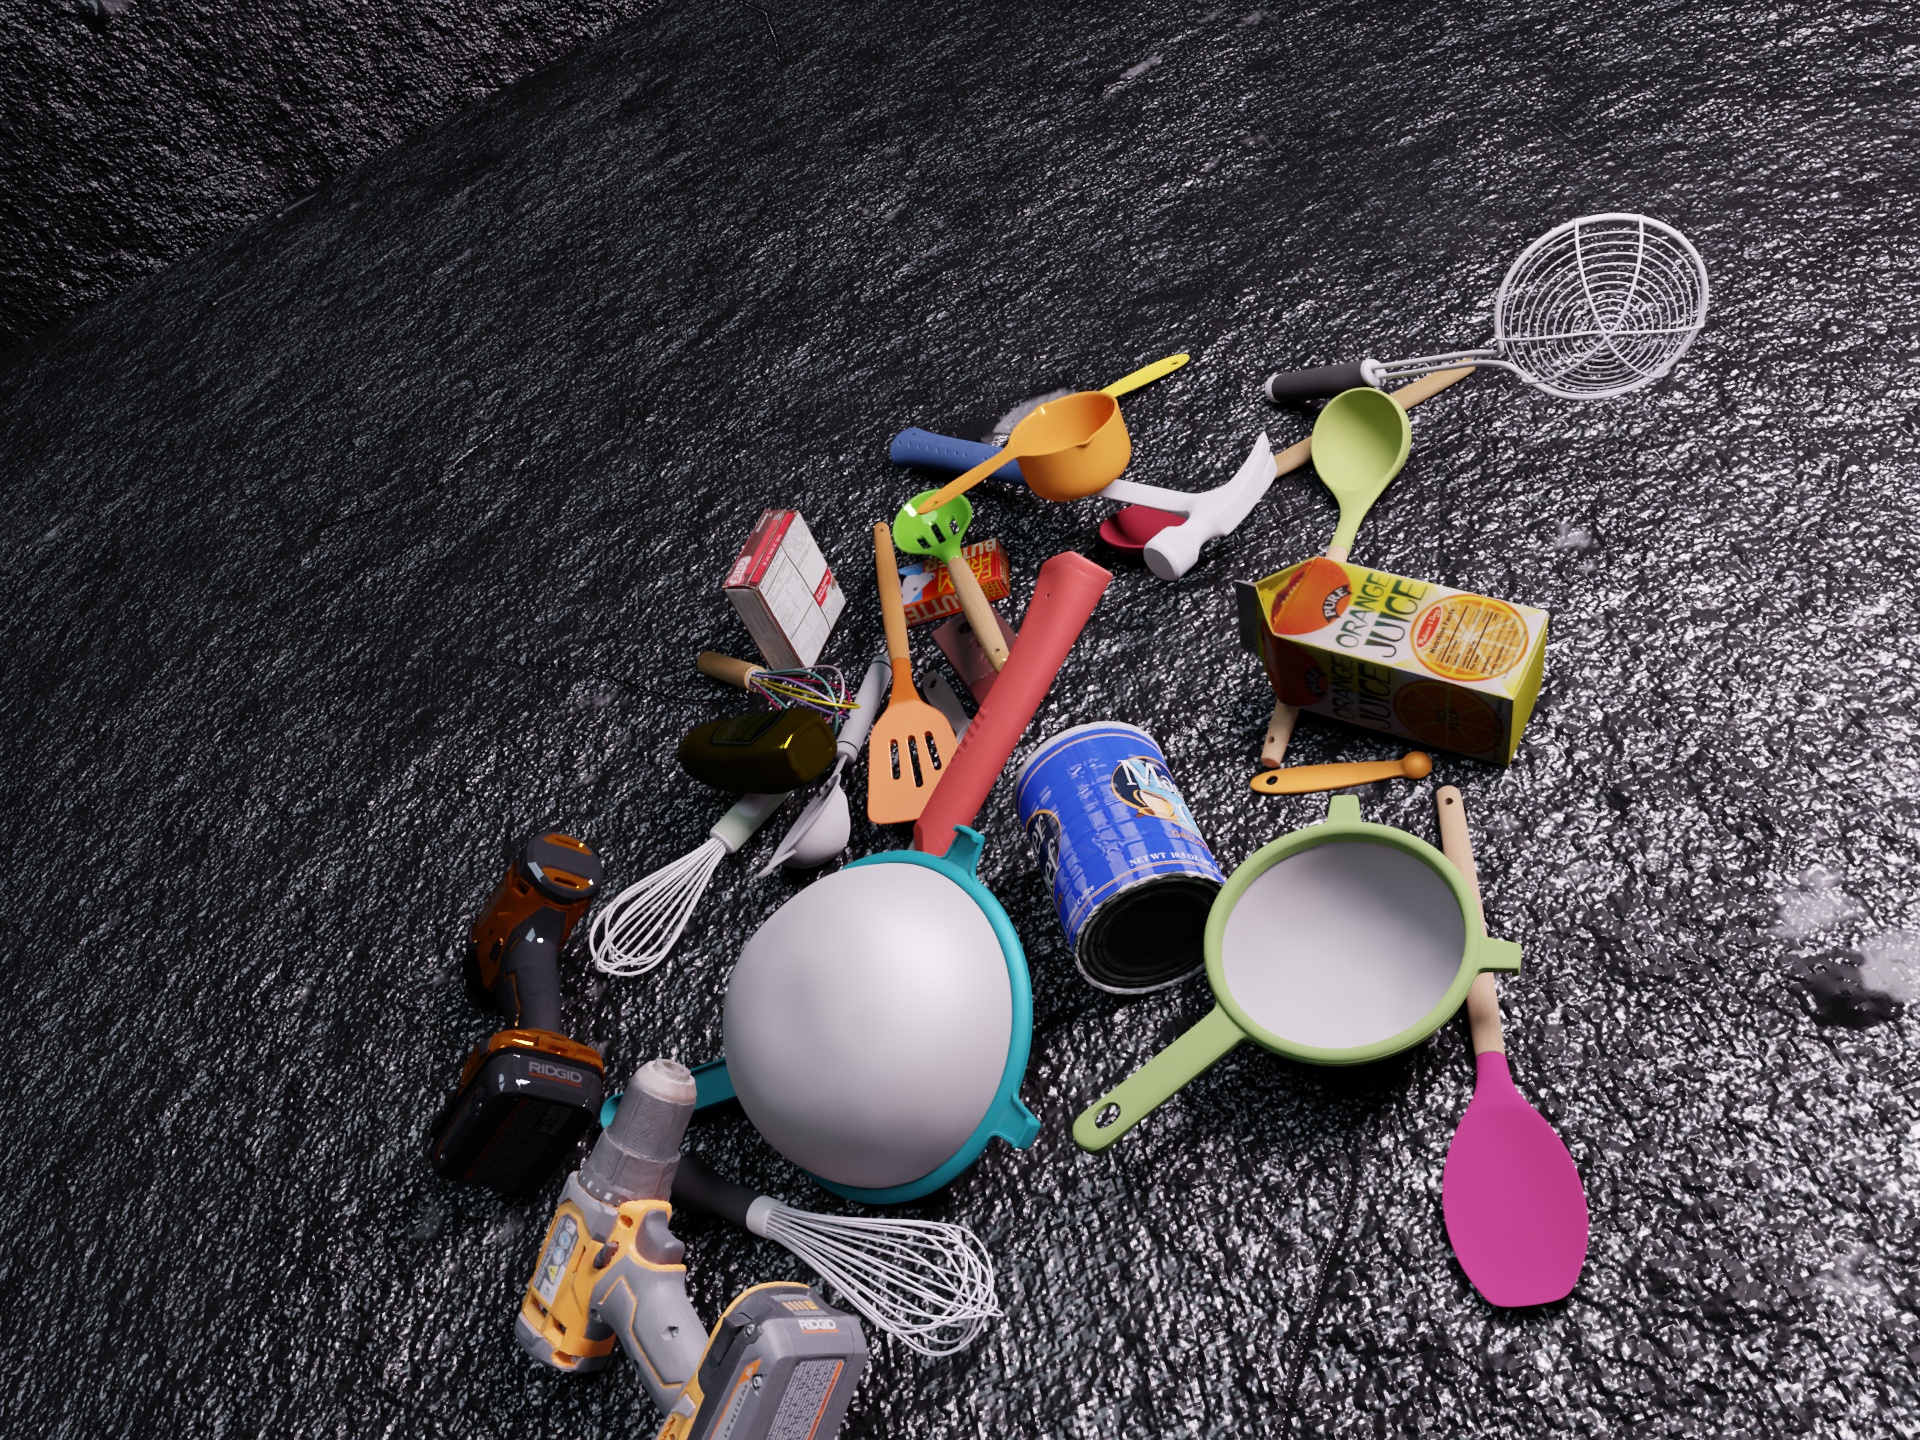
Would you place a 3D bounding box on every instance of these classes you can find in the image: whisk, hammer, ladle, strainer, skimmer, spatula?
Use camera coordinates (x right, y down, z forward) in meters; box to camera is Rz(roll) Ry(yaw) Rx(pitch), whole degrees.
[{"bbox_3d":[-0.150,-0.028,1.267,0.047,0.051,0.245,-24,22,-27],"label":"whisk"},{"bbox_3d":[-0.001,0.060,1.006,0.149,0.036,0.359,37,100,45],"label":"hammer"},{"bbox_3d":[0.253,-0.106,1.117,0.078,0.062,0.320,-7,48,43],"label":"ladle"},{"bbox_3d":[-0.183,0.095,1.185,0.058,0.059,0.246,34,64,18],"label":"whisk"},{"bbox_3d":[-0.120,0.197,0.963,0.340,0.095,0.211,-25,62,28],"label":"strainer"},{"bbox_3d":[-0.087,0.031,1.195,0.087,0.050,0.259,-44,19,45],"label":"strainer"},{"bbox_3d":[-0.090,0.300,0.929,0.285,0.070,0.070,7,53,41],"label":"whisk"},{"bbox_3d":[0.355,-0.275,1.144,0.090,0.127,0.363,-48,23,-14],"label":"skimmer"},{"bbox_3d":[0.079,-0.201,1.294,0.144,0.035,0.406,-41,36,-21],"label":"hammer"},{"bbox_3d":[-0.047,-0.051,1.229,0.081,0.041,0.323,-14,41,3],"label":"spatula"},{"bbox_3d":[0.175,0.167,0.887,0.256,0.069,0.152,-37,47,-5],"label":"strainer"},{"bbox_3d":[0.255,-0.203,1.232,0.315,0.031,0.069,-27,37,2],"label":"ladle"}]

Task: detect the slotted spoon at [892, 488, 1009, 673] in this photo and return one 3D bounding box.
[{"bbox_3d":[0.000,-0.107,1.217,0.070,0.031,0.314,-27,30,3],"label":"slotted spoon"}]

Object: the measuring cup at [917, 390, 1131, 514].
[{"bbox_3d":[0.051,-0.185,1.213,0.173,0.052,0.095,-31,33,-3],"label":"measuring cup"}]

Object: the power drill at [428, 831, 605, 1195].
[{"bbox_3d":[-0.310,0.208,1.106,0.164,0.084,0.227,-51,32,29],"label":"power drill"}]

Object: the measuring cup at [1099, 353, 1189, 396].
[{"bbox_3d":[0.136,-0.275,1.379,0.156,0.029,0.062,-29,39,-16],"label":"measuring cup"}]

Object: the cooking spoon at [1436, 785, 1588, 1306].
[{"bbox_3d":[0.285,0.161,0.865,0.069,0.017,0.319,-17,43,24],"label":"cooking spoon"}]

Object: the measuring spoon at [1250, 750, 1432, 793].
[{"bbox_3d":[0.242,0.033,1.020,0.117,0.011,0.021,-8,46,24],"label":"measuring spoon"}]

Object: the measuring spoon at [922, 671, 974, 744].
[{"bbox_3d":[-0.002,-0.004,1.201,0.034,0.018,0.124,-47,34,8],"label":"measuring spoon"}]

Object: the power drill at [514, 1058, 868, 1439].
[{"bbox_3d":[-0.152,0.313,0.890,0.226,0.084,0.185,23,92,44],"label":"power drill"}]
